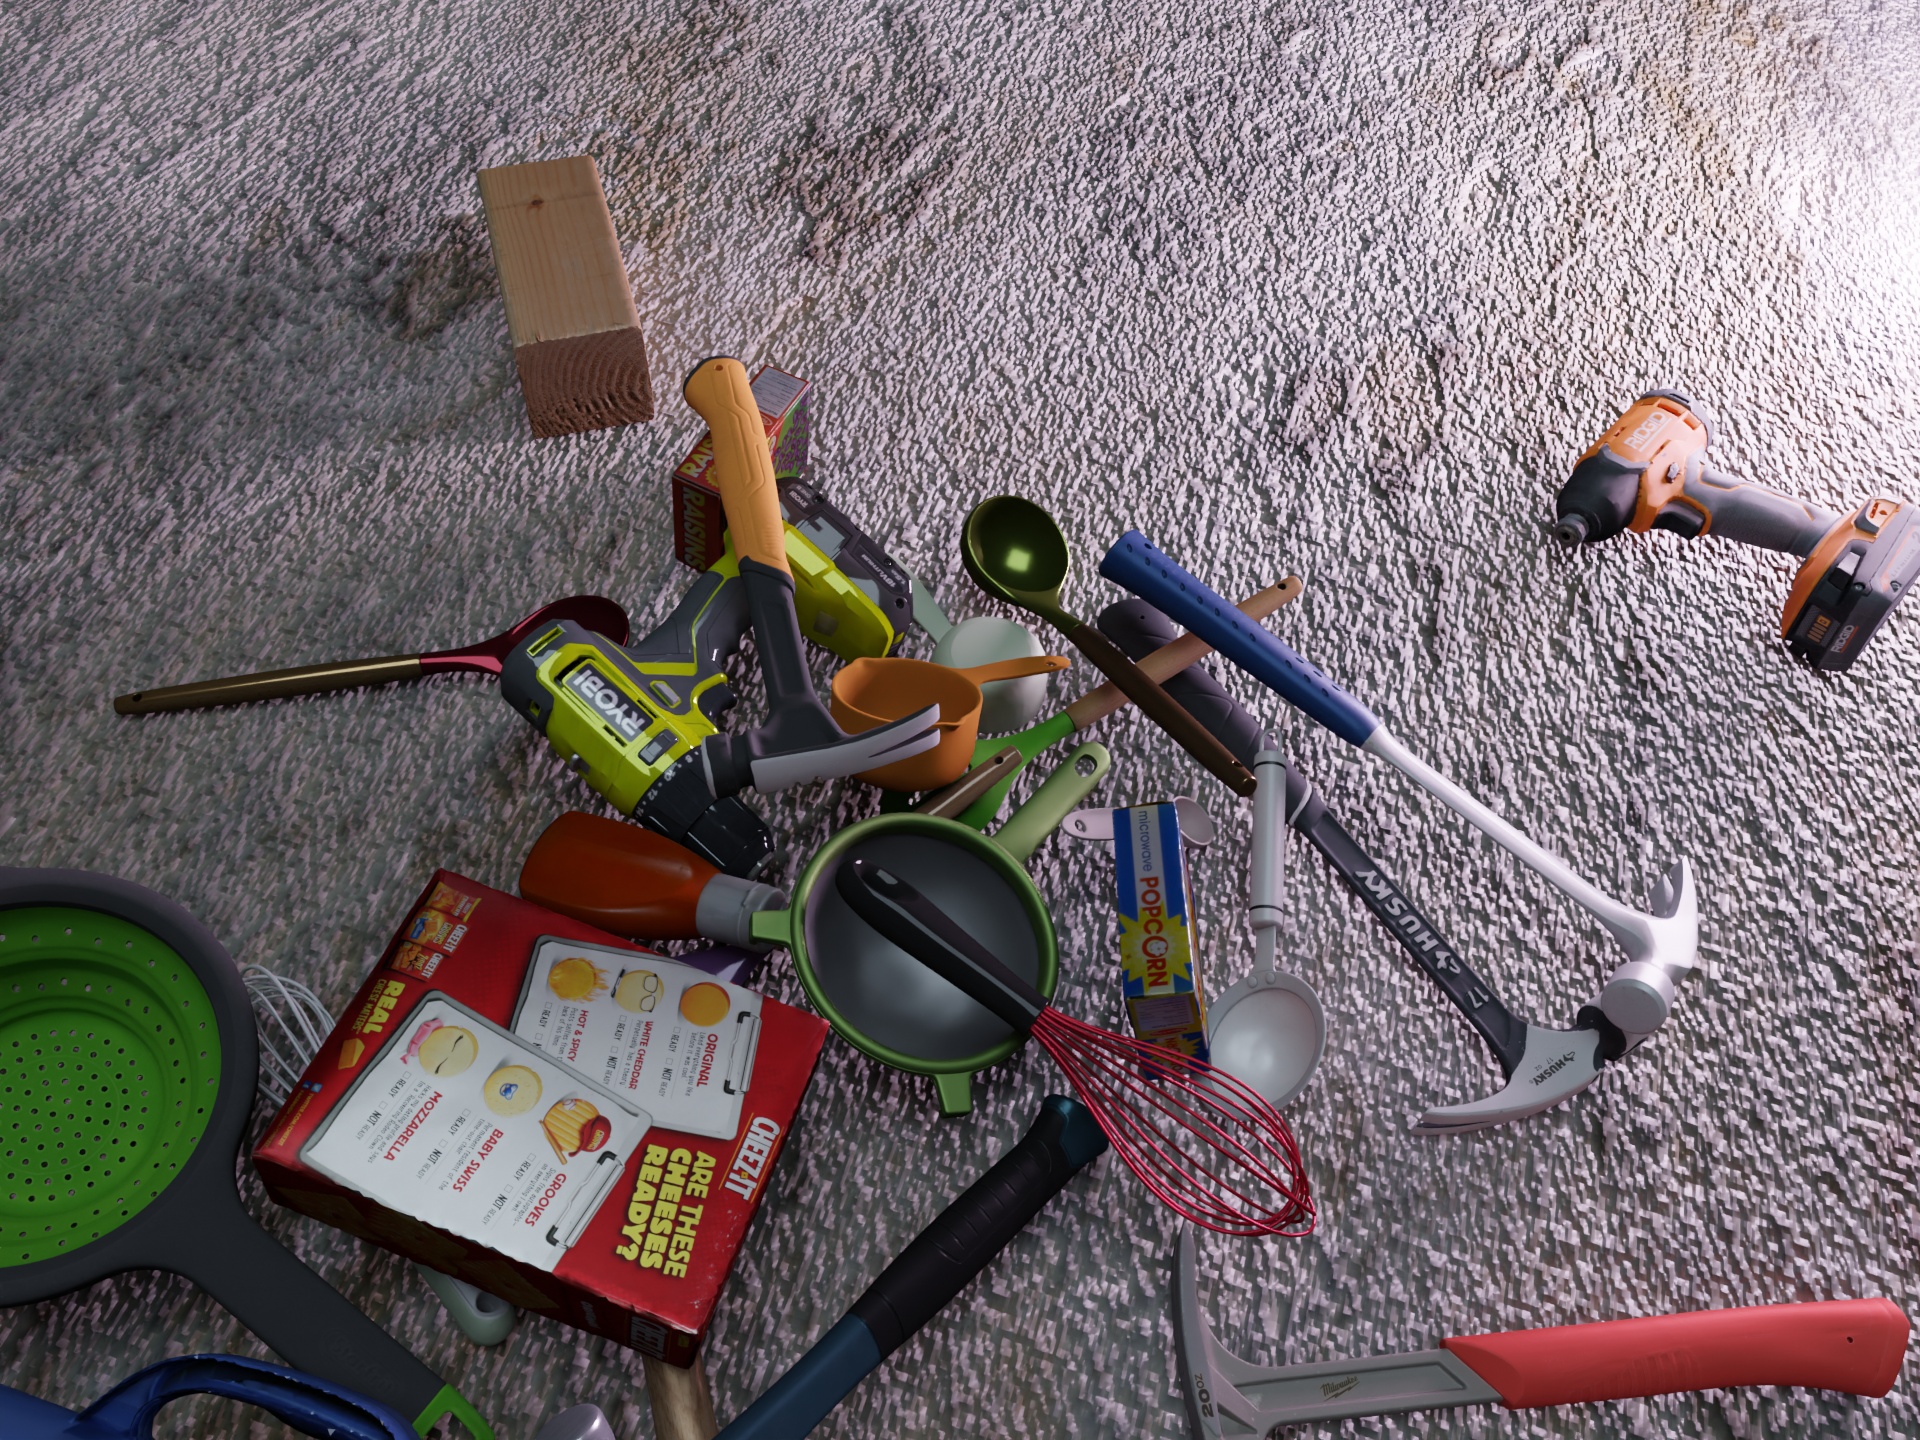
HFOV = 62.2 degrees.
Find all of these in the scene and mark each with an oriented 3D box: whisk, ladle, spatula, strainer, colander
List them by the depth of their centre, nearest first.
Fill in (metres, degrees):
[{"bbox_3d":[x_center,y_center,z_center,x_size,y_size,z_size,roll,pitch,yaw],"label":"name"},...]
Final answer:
[{"bbox_3d":[-0.387,0.234,0.772,0.397,0.094,0.204,39,59,2],"label":"colander"},{"bbox_3d":[0.054,0.162,0.803,0.296,0.073,0.073,36,59,11],"label":"whisk"},{"bbox_3d":[-0.303,0.217,0.806,0.246,0.059,0.058,43,34,20],"label":"whisk"},{"bbox_3d":[0.173,0.119,0.892,0.050,0.087,0.259,30,55,-37],"label":"strainer"},{"bbox_3d":[-0.090,0.106,0.898,0.316,0.018,0.060,-35,62,-16],"label":"spatula"},{"bbox_3d":[0.003,0.101,0.900,0.151,0.069,0.256,41,52,7],"label":"strainer"},{"bbox_3d":[0.089,-0.052,0.968,0.078,0.062,0.320,-2,30,-28],"label":"ladle"},{"bbox_3d":[-0.365,-0.031,0.999,0.315,0.031,0.069,-8,58,-8],"label":"ladle"}]

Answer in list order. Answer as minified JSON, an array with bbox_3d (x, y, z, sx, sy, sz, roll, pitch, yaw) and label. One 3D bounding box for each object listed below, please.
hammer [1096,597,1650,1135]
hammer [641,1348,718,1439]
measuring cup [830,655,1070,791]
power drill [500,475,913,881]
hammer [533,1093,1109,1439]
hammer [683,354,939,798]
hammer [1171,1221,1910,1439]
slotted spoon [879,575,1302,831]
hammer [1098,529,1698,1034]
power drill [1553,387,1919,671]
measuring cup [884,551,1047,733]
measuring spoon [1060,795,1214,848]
[{"bbox_3d":[0.213,0.068,0.959,0.149,0.036,0.409,-27,59,-21],"label":"hammer"},{"bbox_3d":[-0.152,0.266,0.778,0.130,0.031,0.332,-13,58,-12],"label":"hammer"},{"bbox_3d":[-0.002,-0.003,0.951,0.173,0.052,0.095,-13,33,-39],"label":"measuring cup"},{"bbox_3d":[-0.135,-0.027,0.971,0.190,0.080,0.228,42,61,6],"label":"power drill"},{"bbox_3d":[-0.036,0.273,0.728,0.331,0.033,0.128,-32,104,-43],"label":"hammer"},{"bbox_3d":[-0.110,-0.102,0.935,0.127,0.034,0.337,-12,52,-8],"label":"hammer"},{"bbox_3d":[0.286,0.308,0.783,0.359,0.036,0.149,-4,54,-6],"label":"hammer"},{"bbox_3d":[0.087,-0.014,0.987,0.314,0.031,0.070,-30,59,-15],"label":"slotted spoon"},{"bbox_3d":[0.254,0.014,0.943,0.406,0.035,0.144,39,39,15],"label":"hammer"},{"bbox_3d":[0.532,-0.131,1.103,0.227,0.084,0.164,36,60,26],"label":"power drill"},{"bbox_3d":[-0.007,-0.064,1.038,0.083,0.038,0.168,-28,62,-22],"label":"measuring cup"},{"bbox_3d":[0.101,0.063,0.935,0.124,0.018,0.034,1,56,-40],"label":"measuring spoon"}]
